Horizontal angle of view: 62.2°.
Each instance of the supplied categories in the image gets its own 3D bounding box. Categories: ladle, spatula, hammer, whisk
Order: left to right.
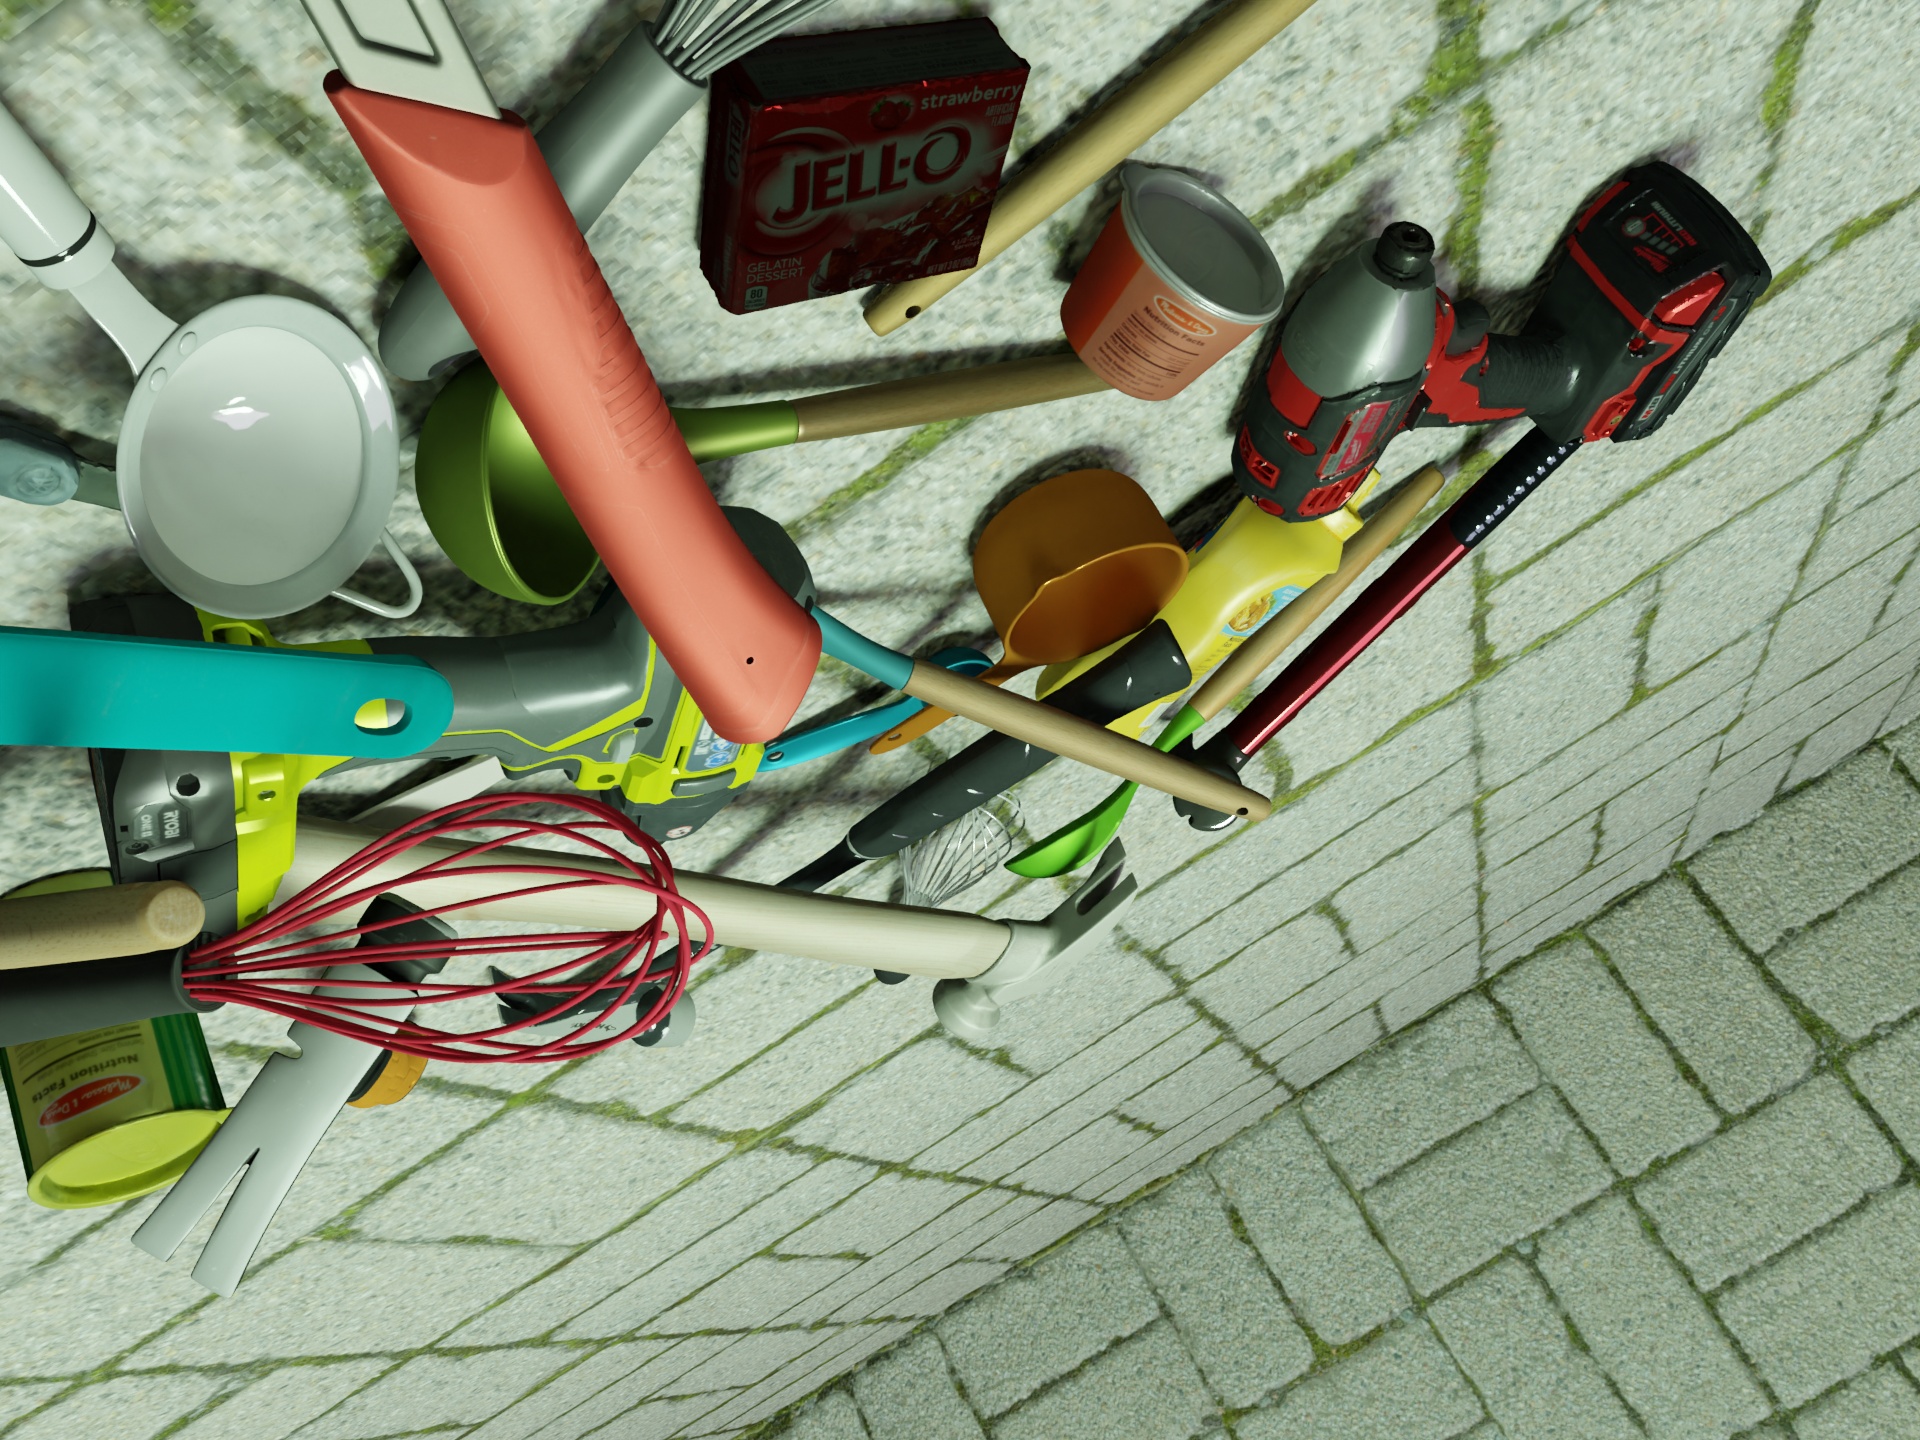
[{"bbox_3d":[-0.200,0.069,0.451,0.296,0.073,0.073,-10,162,22],"label":"whisk"},{"bbox_3d":[-0.246,0.147,0.642,0.127,0.034,0.337,-60,-173,-19],"label":"hammer"},{"bbox_3d":[-0.116,-0.108,0.373,0.149,0.037,0.358,-29,141,-7],"label":"hammer"},{"bbox_3d":[-0.073,-0.165,0.398,0.239,0.055,0.055,-38,154,24],"label":"whisk"},{"bbox_3d":[-0.103,0.079,0.710,0.410,0.038,0.146,13,133,-38],"label":"hammer"},{"bbox_3d":[-0.060,0.065,0.783,0.409,0.036,0.149,-33,154,24],"label":"hammer"},{"bbox_3d":[-0.030,-0.104,0.545,0.320,0.062,0.078,-17,115,-34],"label":"ladle"},{"bbox_3d":[-0.022,0.100,0.932,0.070,0.070,0.284,-20,158,-22],"label":"whisk"},{"bbox_3d":[-0.001,-0.002,0.671,0.317,0.044,0.082,20,133,-19],"label":"spatula"},{"bbox_3d":[0.095,-0.221,0.501,0.315,0.031,0.069,-35,152,13],"label":"ladle"},{"bbox_3d":[0.258,-0.095,0.864,0.386,0.038,0.143,-45,-175,14],"label":"hammer"}]

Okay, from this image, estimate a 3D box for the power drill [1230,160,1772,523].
[{"bbox_3d":[0.231,-0.168,0.693,0.219,0.079,0.143,-17,151,-21],"label":"power drill"}]

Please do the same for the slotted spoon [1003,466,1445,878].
[{"bbox_3d":[0.145,-0.022,0.849,0.314,0.031,0.070,-45,179,-1],"label":"slotted spoon"}]

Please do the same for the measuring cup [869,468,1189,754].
[{"bbox_3d":[0.017,-0.048,0.708,0.173,0.052,0.095,-34,156,24],"label":"measuring cup"}]

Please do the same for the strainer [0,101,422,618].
[{"bbox_3d":[-0.204,-0.106,0.370,0.087,0.050,0.258,-62,157,-23],"label":"strainer"}]

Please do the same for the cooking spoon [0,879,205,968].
[{"bbox_3d":[-0.280,0.061,0.436,0.319,0.017,0.069,-10,-171,41],"label":"cooking spoon"}]

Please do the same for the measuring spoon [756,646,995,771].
[{"bbox_3d":[-0.044,-0.007,0.759,0.128,0.021,0.042,-21,146,0],"label":"measuring spoon"}]

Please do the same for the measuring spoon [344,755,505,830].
[{"bbox_3d":[-0.204,0.021,0.637,0.124,0.018,0.034,-26,147,6],"label":"measuring spoon"}]

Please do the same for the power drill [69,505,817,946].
[{"bbox_3d":[-0.173,0.010,0.551,0.223,0.080,0.171,-11,149,-30],"label":"power drill"}]

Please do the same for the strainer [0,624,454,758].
[{"bbox_3d":[-0.274,-0.030,0.330,0.340,0.095,0.211,5,115,-51],"label":"strainer"}]
